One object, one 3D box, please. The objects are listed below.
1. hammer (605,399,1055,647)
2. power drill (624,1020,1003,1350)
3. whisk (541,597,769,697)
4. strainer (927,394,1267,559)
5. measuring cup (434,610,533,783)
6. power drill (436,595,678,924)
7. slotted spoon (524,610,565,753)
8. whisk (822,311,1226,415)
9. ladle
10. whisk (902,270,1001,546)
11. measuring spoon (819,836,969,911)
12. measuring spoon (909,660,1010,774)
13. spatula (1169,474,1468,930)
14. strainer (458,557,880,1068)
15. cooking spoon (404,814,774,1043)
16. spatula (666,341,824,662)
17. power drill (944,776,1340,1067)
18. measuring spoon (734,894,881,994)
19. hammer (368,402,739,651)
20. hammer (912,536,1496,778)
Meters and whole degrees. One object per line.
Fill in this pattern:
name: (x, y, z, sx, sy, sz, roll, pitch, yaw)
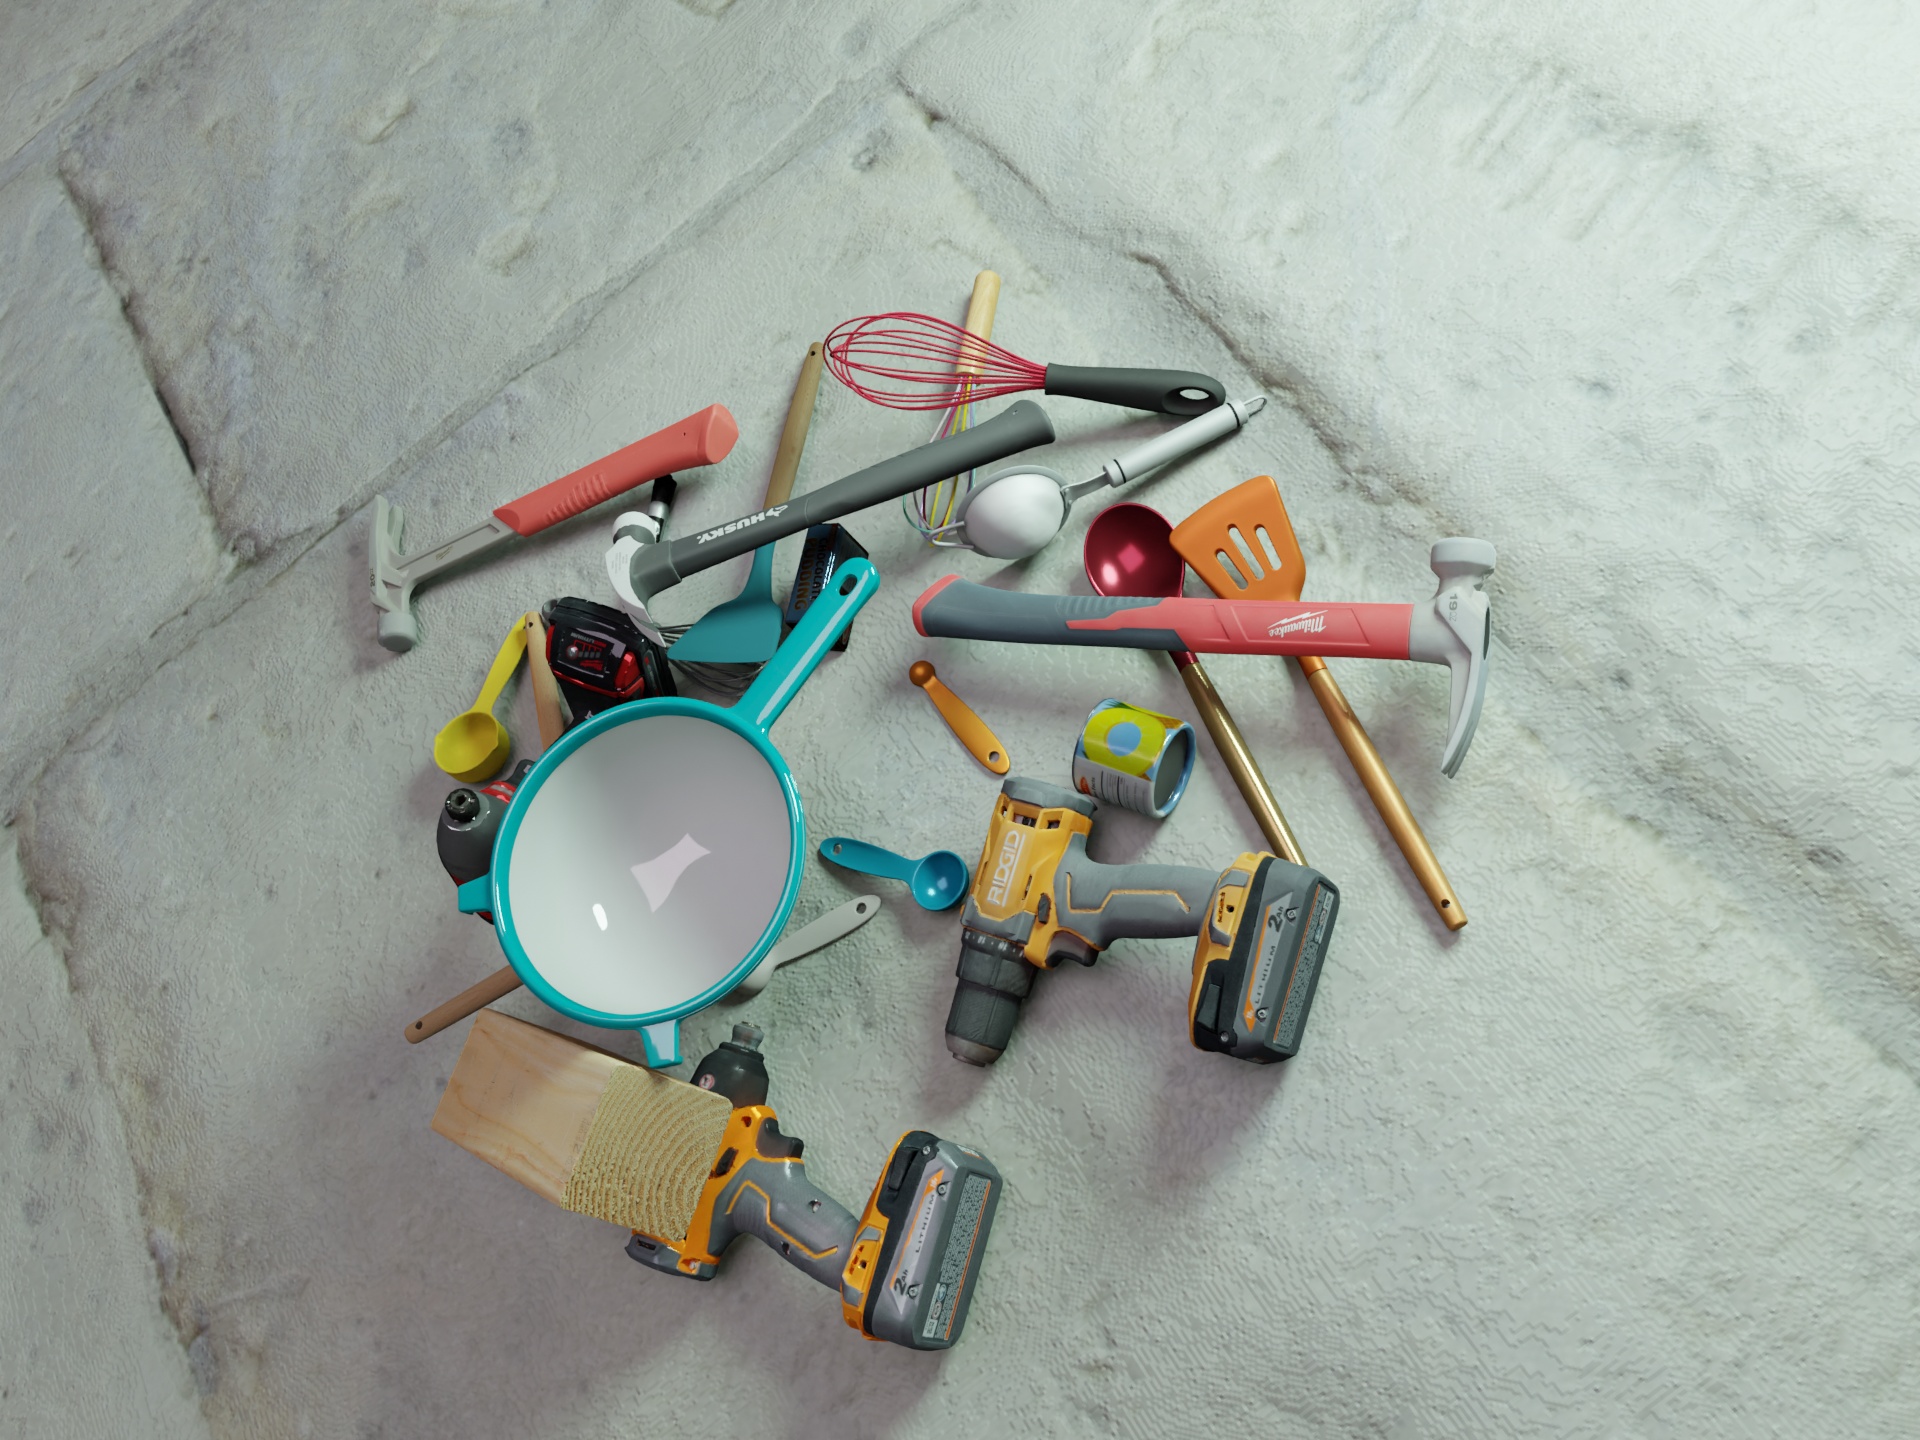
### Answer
hammer: (-0.093, -0.152, 1.128, 0.335, 0.035, 0.146, -20, 38, 4)
power drill: (-0.093, 0.287, 0.997, 0.226, 0.084, 0.164, 8, 72, 30)
whisk: (-0.240, -0.062, 1.230, 0.239, 0.055, 0.055, 15, 75, 32)
strainer: (0.101, -0.169, 1.117, 0.258, 0.086, 0.050, -27, 52, -2)
measuring cup: (-0.370, -0.018, 1.280, 0.062, 0.029, 0.157, 5, 59, 23)
power drill: (-0.293, 0.027, 1.131, 0.078, 0.143, 0.220, 19, 60, 13)
slotted spoon: (-0.308, 0.046, 1.217, 0.070, 0.031, 0.314, -23, 61, 11)
whisk: (0.043, -0.250, 1.149, 0.296, 0.073, 0.073, 8, 71, 7)
ladle: (0.163, -0.014, 1.047, 0.069, 0.031, 0.316, -31, 62, 14)
whisk: (-0.001, -0.239, 1.206, 0.051, 0.047, 0.245, 5, 66, 12)
measuring spoon: (-0.044, 0.102, 1.095, 0.129, 0.021, 0.042, 13, 75, 36)
measuring spoon: (-0.002, -0.004, 1.120, 0.021, 0.011, 0.117, -42, 59, 2)
spatula: (0.235, -0.012, 1.007, 0.081, 0.041, 0.323, -31, 61, 15)
strainer: (-0.149, 0.047, 1.030, 0.211, 0.095, 0.340, 32, 80, 23)
cooking spoon: (-0.247, 0.141, 1.089, 0.319, 0.017, 0.069, -30, 60, 7)
spatula: (-0.144, -0.171, 1.218, 0.082, 0.044, 0.318, 2, 62, 16)
power drill: (0.098, 0.145, 0.977, 0.226, 0.084, 0.185, 14, 81, 31)
measuring spoon: (-0.111, 0.150, 1.097, 0.124, 0.018, 0.034, -29, 60, 8)
hammer: (-0.343, -0.184, 1.312, 0.359, 0.036, 0.149, -21, 62, 19)
hammer: (0.141, -0.047, 1.032, 0.386, 0.038, 0.143, 4, 81, 28)
